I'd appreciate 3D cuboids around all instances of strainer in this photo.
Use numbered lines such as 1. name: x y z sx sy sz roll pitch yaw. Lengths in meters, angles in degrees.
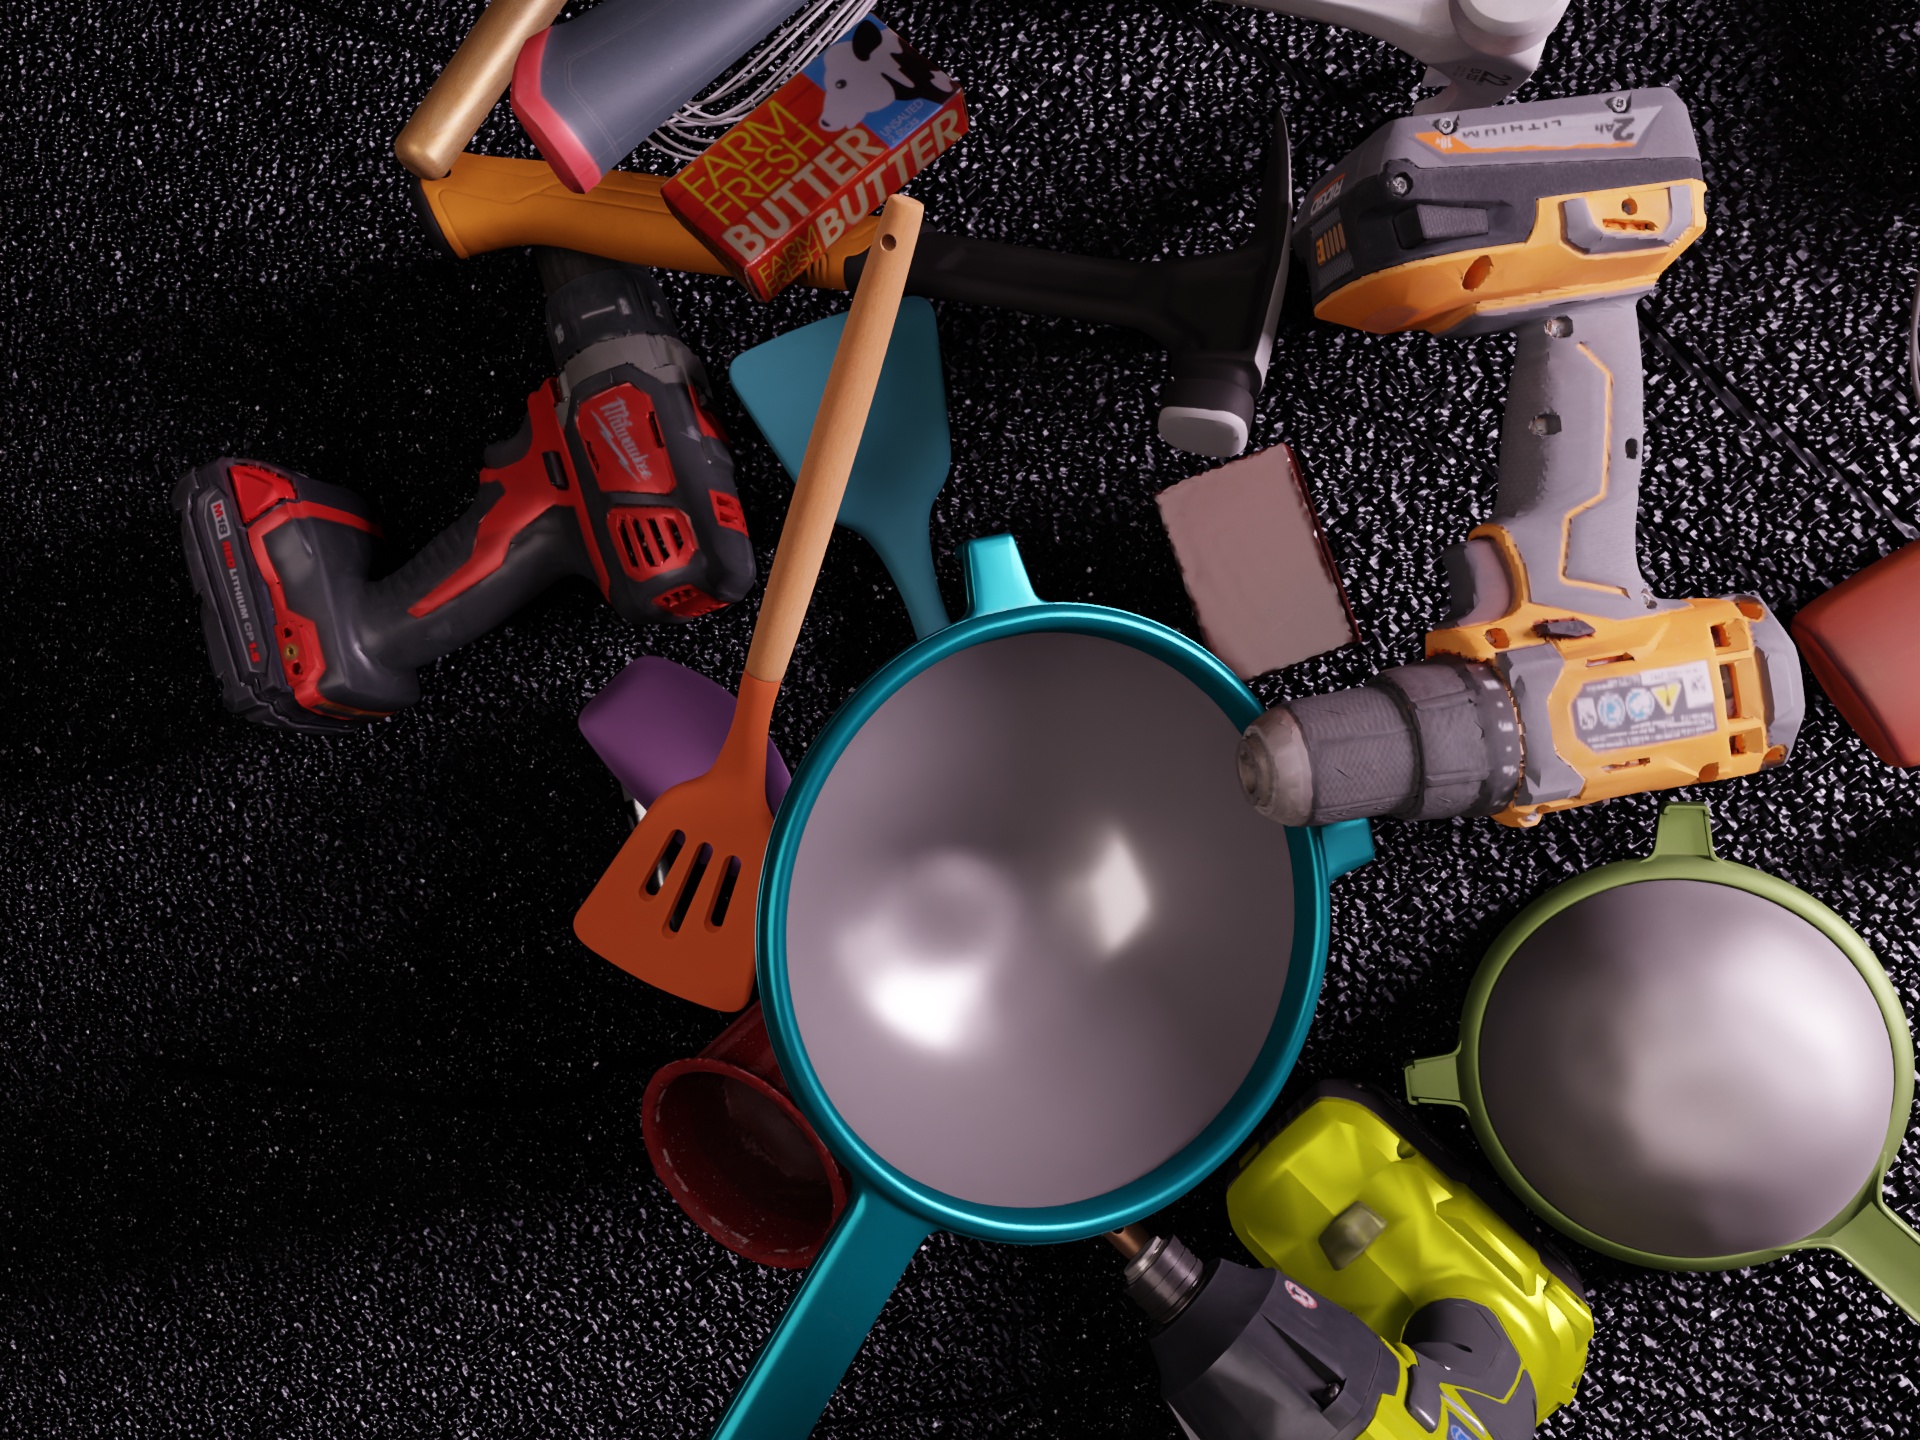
1. strainer: -0.014 0.120 0.549 0.210 0.095 0.340 36 78 -20
2. strainer: 0.286 0.160 0.534 0.256 0.069 0.151 43 104 12

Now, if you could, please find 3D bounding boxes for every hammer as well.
1. hammer: -0.009 -0.264 0.539 0.405 0.144 0.035 15 99 9
2. hammer: -0.047 -0.184 0.595 0.337 0.034 0.127 11 73 12
3. hammer: 0.034 -0.279 0.461 0.386 0.038 0.143 -42 70 -5

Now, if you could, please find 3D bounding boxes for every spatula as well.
1. spatula: -0.070 -0.035 0.595 0.081 0.041 0.322 24 116 8
2. spatula: -0.036 0.095 0.647 0.060 0.018 0.316 -43 83 -2
3. spatula: -0.001 -0.002 0.623 0.082 0.044 0.317 -19 89 -1

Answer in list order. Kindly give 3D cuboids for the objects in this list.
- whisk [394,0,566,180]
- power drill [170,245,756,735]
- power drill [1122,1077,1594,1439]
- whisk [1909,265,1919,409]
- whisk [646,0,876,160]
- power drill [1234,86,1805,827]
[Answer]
1. whisk: -0.144 -0.310 0.617 0.047 0.051 0.245 25 80 37
2. power drill: -0.207 -0.105 0.663 0.226 0.080 0.188 -20 80 13
3. power drill: 0.134 0.199 0.501 0.171 0.223 0.080 43 103 10
4. whisk: 0.330 -0.203 0.515 0.055 0.055 0.239 -4 88 17
5. whisk: -0.016 -0.311 0.604 0.284 0.070 0.070 -34 84 11
6. power drill: 0.168 -0.077 0.524 0.185 0.084 0.226 -10 92 -9
